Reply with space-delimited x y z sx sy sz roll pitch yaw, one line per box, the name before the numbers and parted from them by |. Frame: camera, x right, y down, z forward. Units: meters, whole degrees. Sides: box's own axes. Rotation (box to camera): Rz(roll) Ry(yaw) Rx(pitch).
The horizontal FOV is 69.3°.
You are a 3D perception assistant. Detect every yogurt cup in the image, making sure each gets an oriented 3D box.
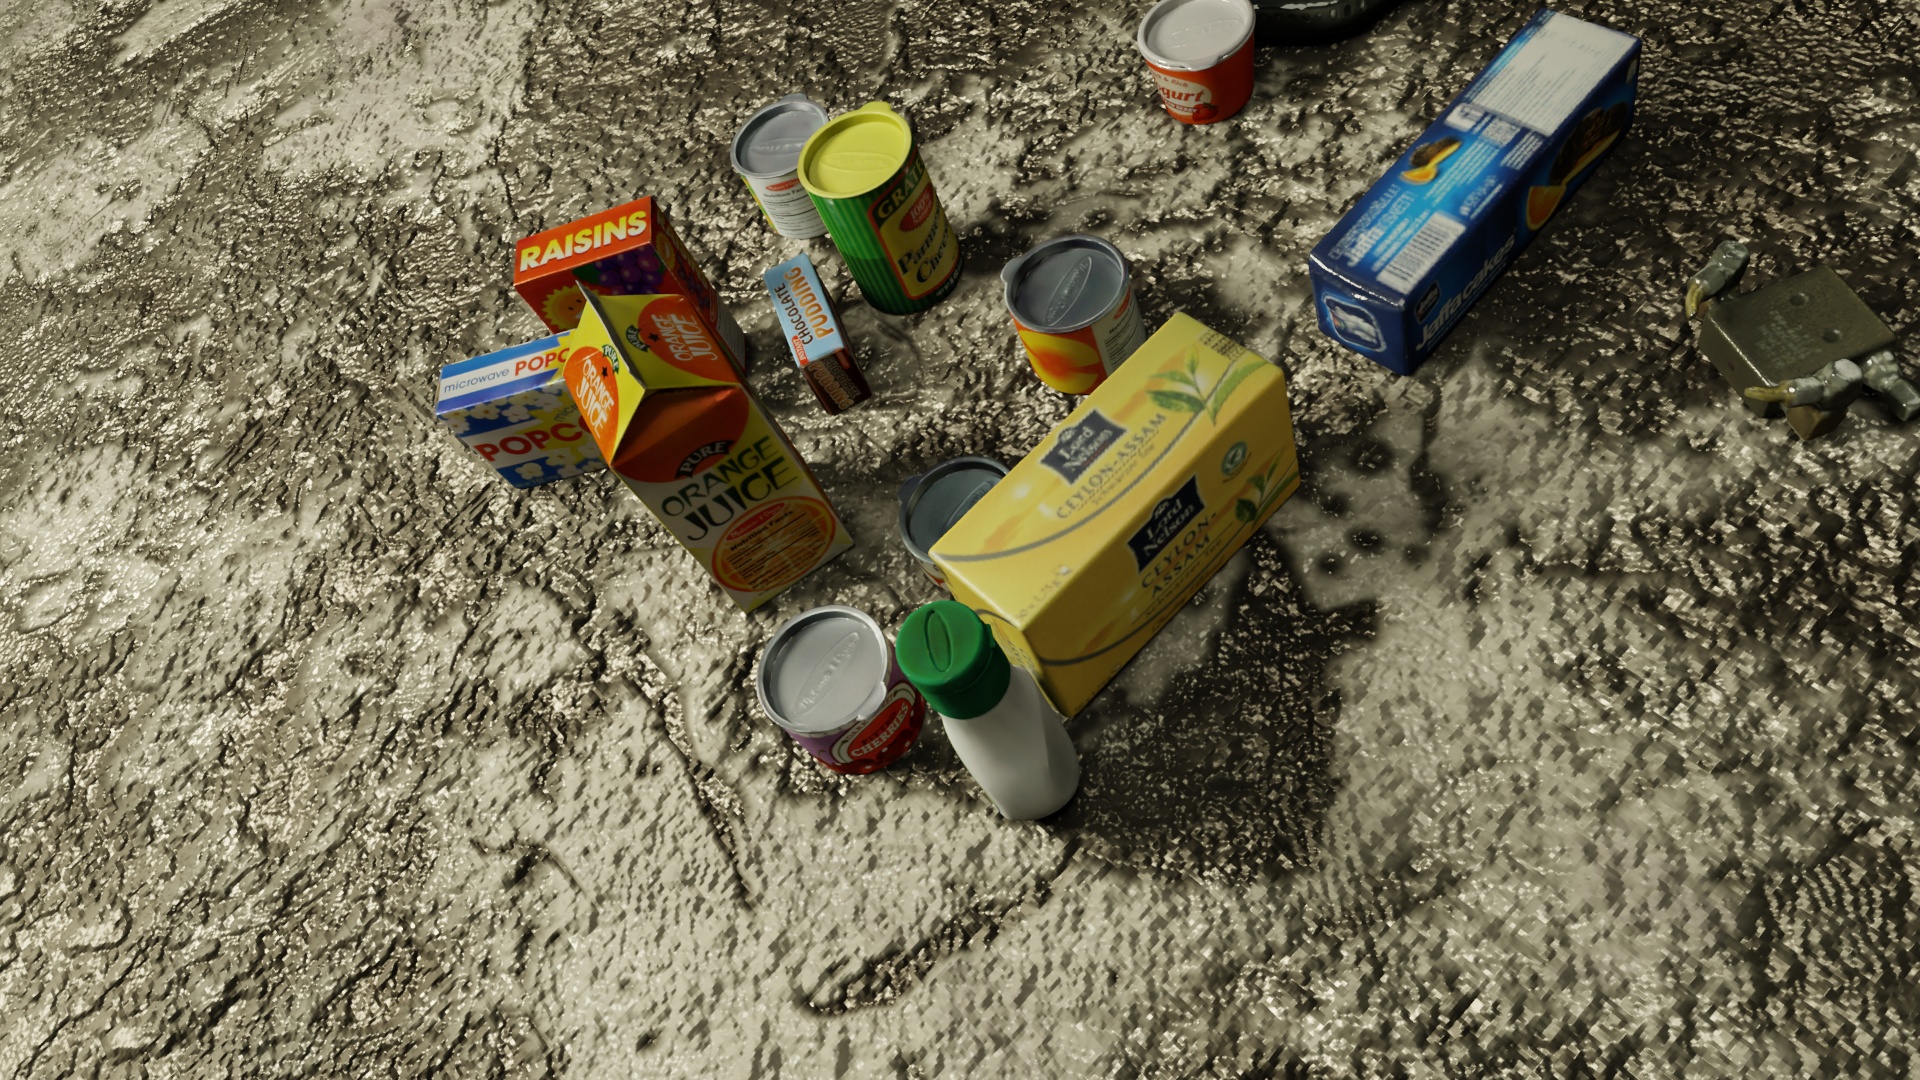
yogurt cup | 0.143 -0.285 0.821 0.072 0.053 0.073 -9 58 14

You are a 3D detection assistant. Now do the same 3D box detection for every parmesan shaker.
parmesan shaker | -0.042 -0.188 0.797 0.071 0.102 0.071 -9 58 15

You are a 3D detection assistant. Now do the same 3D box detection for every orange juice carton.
orange juice carton | -0.129 -0.049 0.688 0.073 0.192 0.072 -33 55 -2

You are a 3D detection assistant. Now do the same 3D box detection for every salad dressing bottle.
salad dressing bottle | 0.013 0.073 0.591 0.044 0.147 0.064 -19 56 8

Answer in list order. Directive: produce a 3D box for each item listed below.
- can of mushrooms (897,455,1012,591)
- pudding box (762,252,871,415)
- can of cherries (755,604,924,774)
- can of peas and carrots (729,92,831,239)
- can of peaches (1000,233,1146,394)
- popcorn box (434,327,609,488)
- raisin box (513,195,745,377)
can of mushrooms | 0.003 -0.009 0.714 0.071 0.033 0.071 -9 58 14
pudding box | -0.083 -0.120 0.803 0.030 0.049 0.084 -26 55 4
can of cherries | -0.055 0.074 0.669 0.071 0.058 0.072 -9 58 14
can of peas and carrots | -0.102 -0.235 0.874 0.071 0.058 0.071 -9 58 14
can of peaches | 0.061 -0.121 0.748 0.071 0.058 0.071 -9 58 14
popcorn box | -0.225 -0.079 0.806 0.126 0.085 0.038 -13 57 12
raisin box | -0.187 -0.133 0.803 0.086 0.123 0.040 -15 57 11
